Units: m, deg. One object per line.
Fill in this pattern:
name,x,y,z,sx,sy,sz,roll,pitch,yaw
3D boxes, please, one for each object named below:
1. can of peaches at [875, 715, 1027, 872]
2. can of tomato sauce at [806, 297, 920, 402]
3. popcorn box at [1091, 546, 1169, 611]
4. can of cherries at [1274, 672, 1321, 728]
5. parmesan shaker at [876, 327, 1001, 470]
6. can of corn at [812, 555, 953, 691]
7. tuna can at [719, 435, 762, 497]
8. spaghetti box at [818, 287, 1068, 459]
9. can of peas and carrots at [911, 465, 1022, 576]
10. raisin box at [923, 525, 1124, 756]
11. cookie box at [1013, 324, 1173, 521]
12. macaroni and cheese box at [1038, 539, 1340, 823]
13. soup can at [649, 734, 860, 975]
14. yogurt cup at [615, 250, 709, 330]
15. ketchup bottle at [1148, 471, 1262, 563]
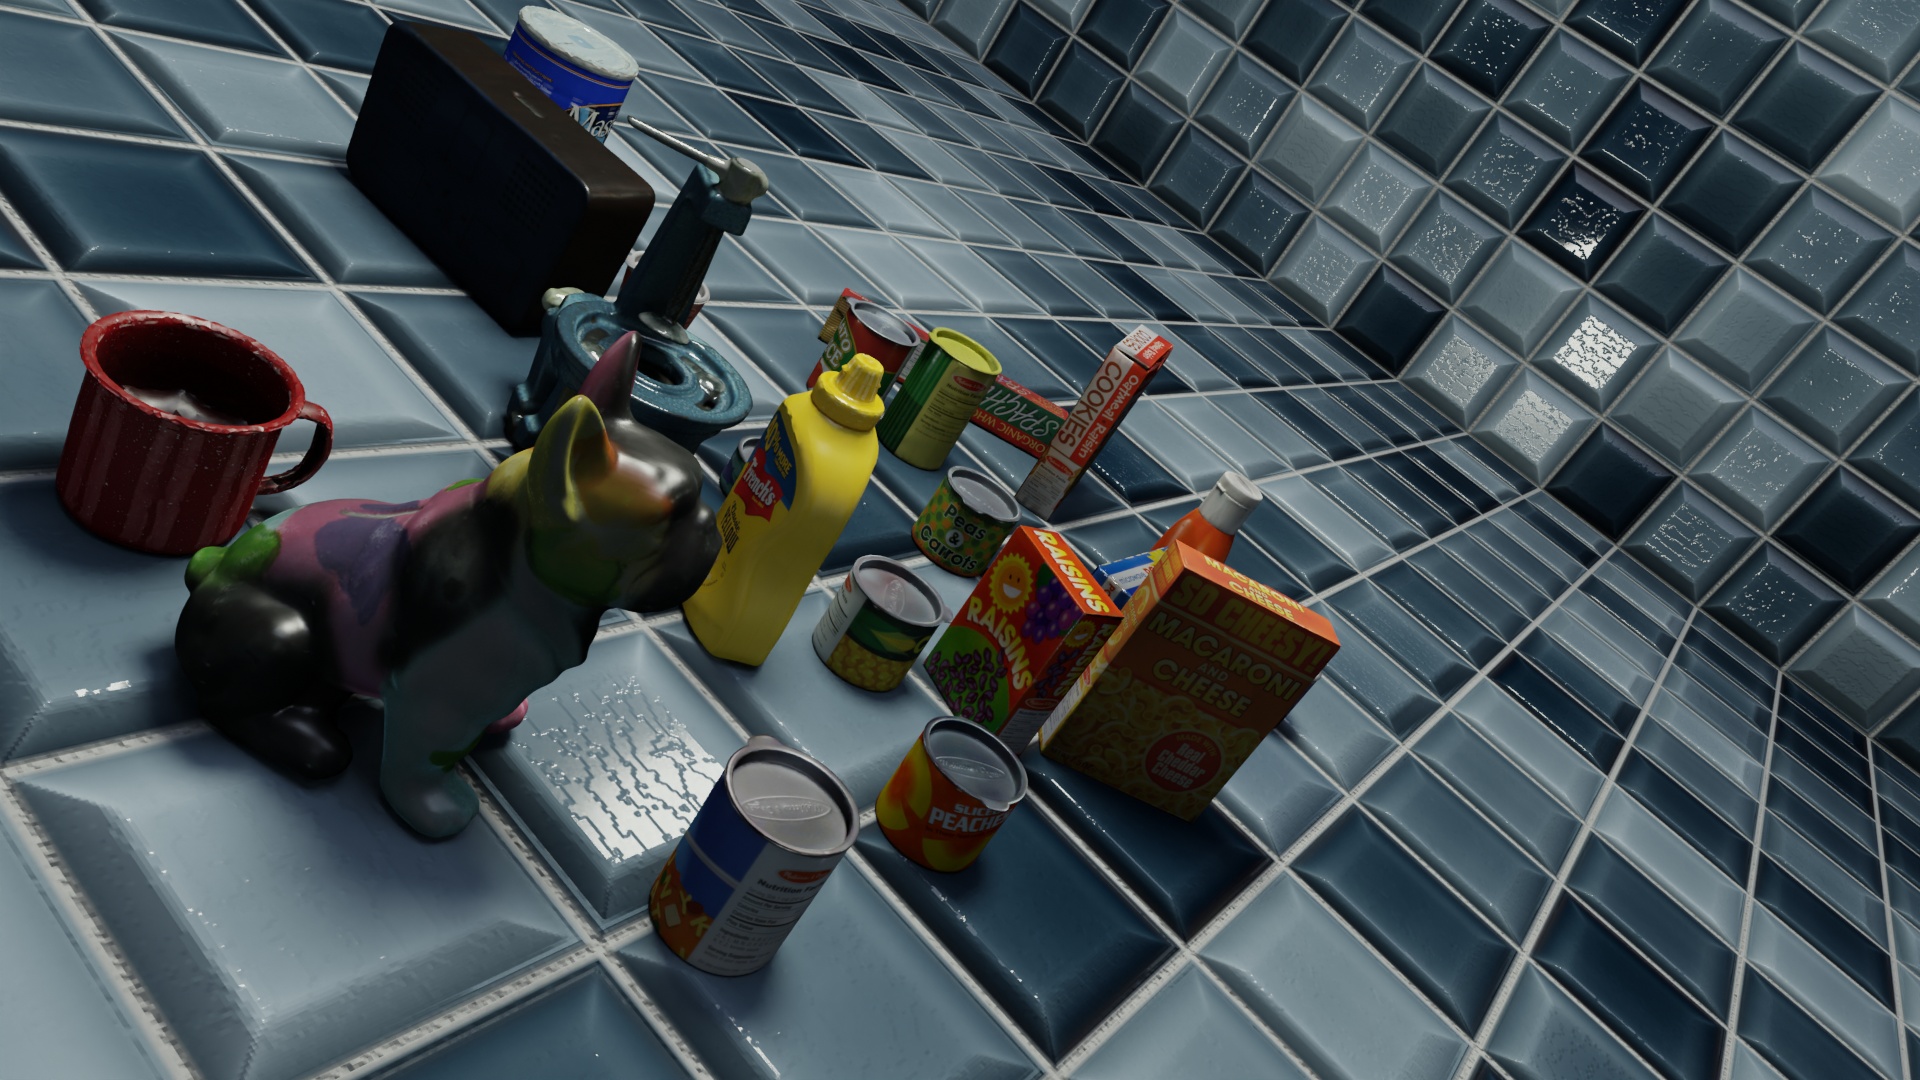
can of peaches,-0.005,0.142,0.768,0.071,0.057,0.071,27,25,-14
can of tomato sauce,-0.085,-0.152,1.179,0.071,0.082,0.071,27,25,-14
popcorn box,0.121,0.053,1.049,0.038,0.085,0.127,43,26,20
can of cherries,0.251,0.111,1.134,0.071,0.058,0.072,27,25,-14
parmesan shaker,-0.022,-0.120,1.172,0.071,0.102,0.071,27,25,-14
can of corn,-0.049,0.054,0.875,0.071,0.058,0.071,27,25,-14
tuna can,-0.133,-0.040,0.977,0.071,0.032,0.071,27,25,-14
spaghetti box,-0.012,-0.155,1.310,0.250,0.050,0.029,28,25,-12
can of peas and carrots,0.004,-0.013,1.061,0.071,0.058,0.071,27,25,-14
raisin box,0.038,0.064,0.884,0.040,0.123,0.086,11,33,-41
cookie box,0.121,-0.107,1.244,0.040,0.166,0.123,36,24,4
macaroni and cheese box,0.146,0.094,0.907,0.124,0.165,0.040,27,25,-15
soup can,-0.095,0.142,0.629,0.071,0.083,0.072,27,25,-14
yogurt cup,-0.238,-0.186,1.090,0.072,0.053,0.073,27,25,-14
ketchup bottle,0.187,0.012,1.129,0.043,0.148,0.065,18,29,-32
